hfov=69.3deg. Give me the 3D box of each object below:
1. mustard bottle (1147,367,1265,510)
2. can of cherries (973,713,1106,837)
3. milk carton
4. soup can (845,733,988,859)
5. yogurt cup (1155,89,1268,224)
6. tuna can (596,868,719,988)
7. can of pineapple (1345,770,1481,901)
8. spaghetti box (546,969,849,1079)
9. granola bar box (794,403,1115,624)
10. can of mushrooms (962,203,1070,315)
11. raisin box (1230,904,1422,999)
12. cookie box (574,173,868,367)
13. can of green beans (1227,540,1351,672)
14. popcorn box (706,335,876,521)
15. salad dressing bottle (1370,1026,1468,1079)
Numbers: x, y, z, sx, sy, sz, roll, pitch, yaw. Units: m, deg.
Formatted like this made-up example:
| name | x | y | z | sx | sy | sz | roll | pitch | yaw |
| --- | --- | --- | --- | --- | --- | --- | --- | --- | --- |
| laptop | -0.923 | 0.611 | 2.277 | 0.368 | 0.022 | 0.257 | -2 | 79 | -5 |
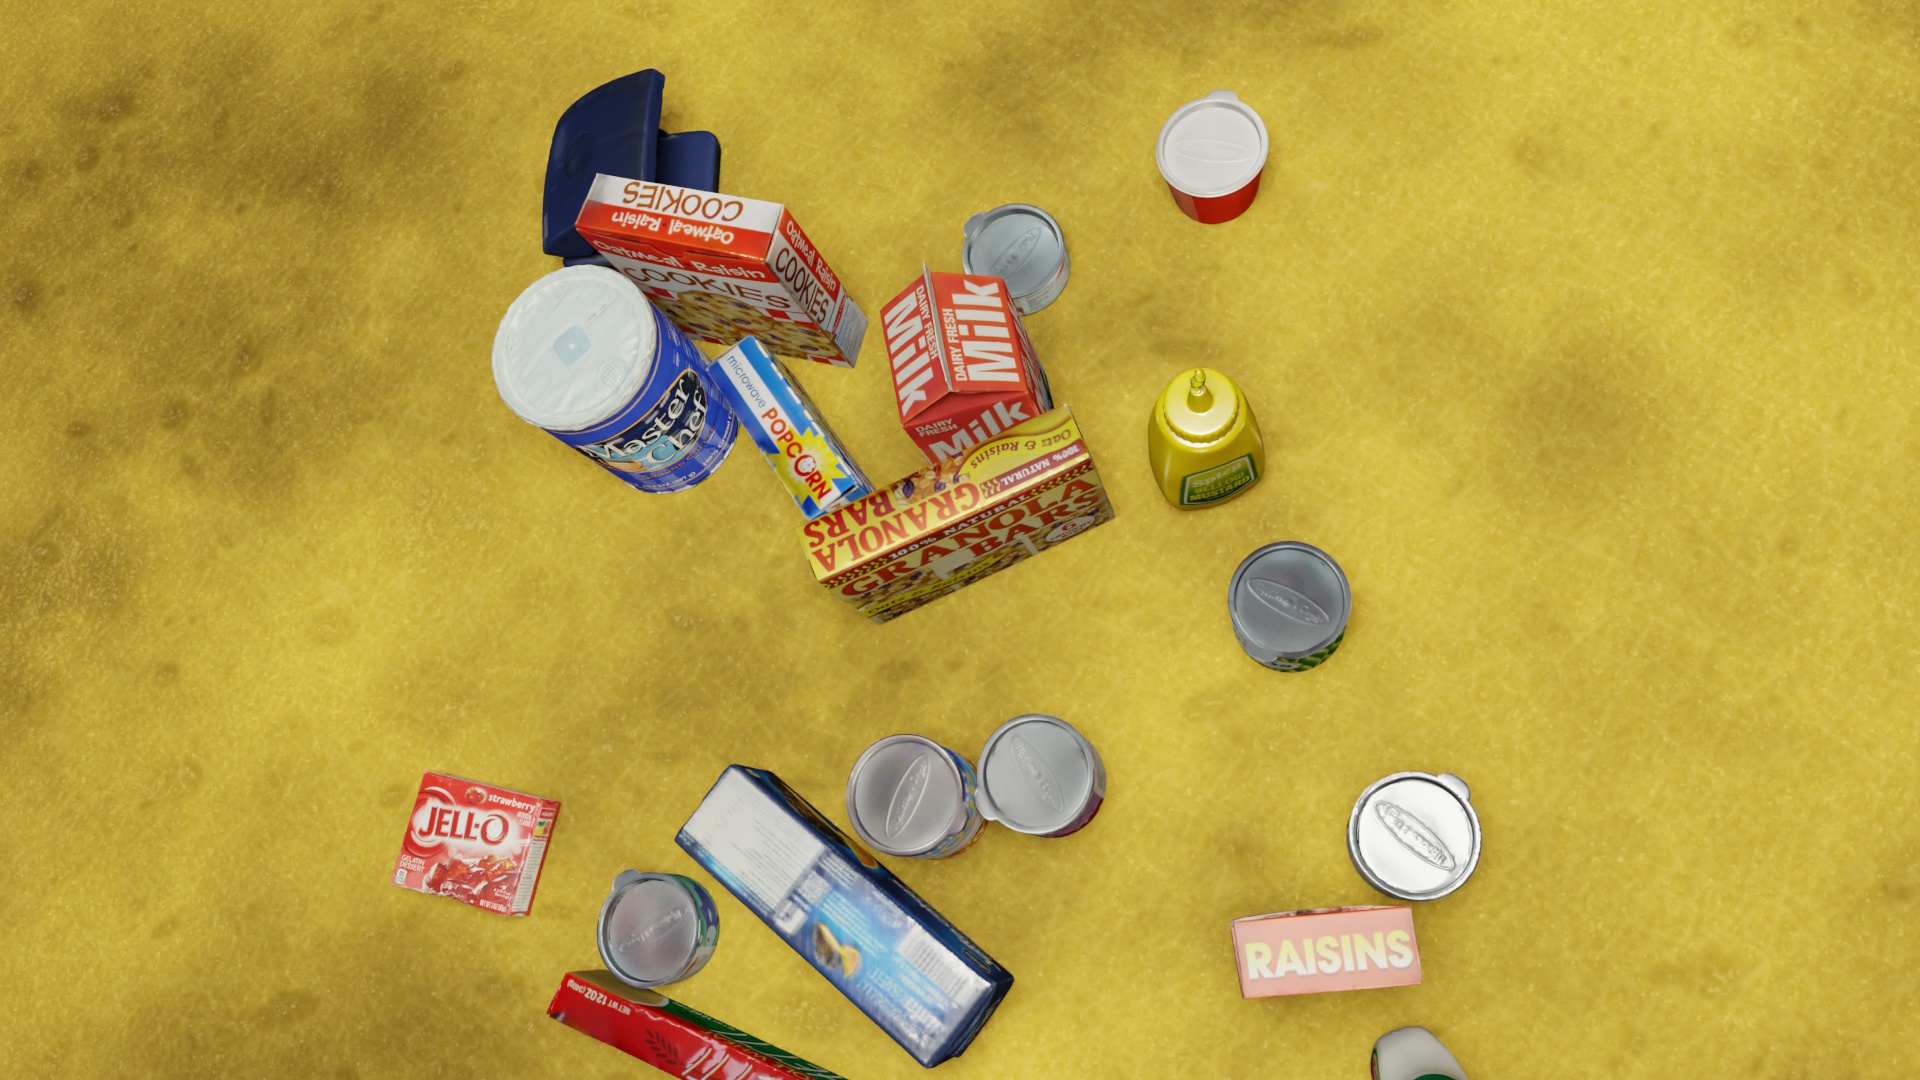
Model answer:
| name | x | y | z | sx | sy | sz | roll | pitch | yaw |
| --- | --- | --- | --- | --- | --- | --- | --- | --- | --- |
| mustard bottle | 0.135 | -0.060 | 0.773 | 0.065 | 0.160 | 0.049 | -21 | 72 | 7 |
| can of cherries | 0.045 | 0.136 | 0.794 | 0.071 | 0.058 | 0.071 | -3 | 75 | 12 |
| milk carton | 0.007 | -0.088 | 0.794 | 0.073 | 0.190 | 0.072 | -15 | 73 | 9 |
| soup can | -0.020 | 0.149 | 0.792 | 0.071 | 0.083 | 0.071 | -3 | 75 | 12 |
| yogurt cup | 0.159 | -0.235 | 0.871 | 0.072 | 0.054 | 0.072 | -3 | 75 | 12 |
| tuna can | -0.182 | 0.231 | 0.834 | 0.071 | 0.032 | 0.071 | -3 | 75 | 12 |
| can of pineapple | 0.242 | 0.158 | 0.743 | 0.071 | 0.057 | 0.071 | -3 | 75 | 12 |
| spaghetti box | -0.116 | 0.304 | 0.790 | 0.250 | 0.050 | 0.029 | 18 | 80 | 17 |
| granola bar box | 0.003 | -0.010 | 0.809 | 0.165 | 0.124 | 0.039 | -25 | 72 | 6 |
| can of mushrooms | 0.035 | -0.182 | 0.896 | 0.071 | 0.033 | 0.071 | -3 | 75 | 12 |
| raisin box | 0.185 | 0.208 | 0.708 | 0.086 | 0.123 | 0.040 | -8 | 74 | 11 |
| cookie box | -0.142 | -0.162 | 0.860 | 0.123 | 0.167 | 0.040 | 12 | 79 | 16 |
| can of green beans | 0.186 | 0.039 | 0.788 | 0.071 | 0.057 | 0.071 | -3 | 75 | 12 |
| popcorn box | -0.098 | -0.059 | 0.866 | 0.038 | 0.085 | 0.127 | -37 | 71 | 2 |
| salad dressing bottle | 0.226 | 0.271 | 0.669 | 0.044 | 0.147 | 0.064 | -19 | 72 | 8 |
